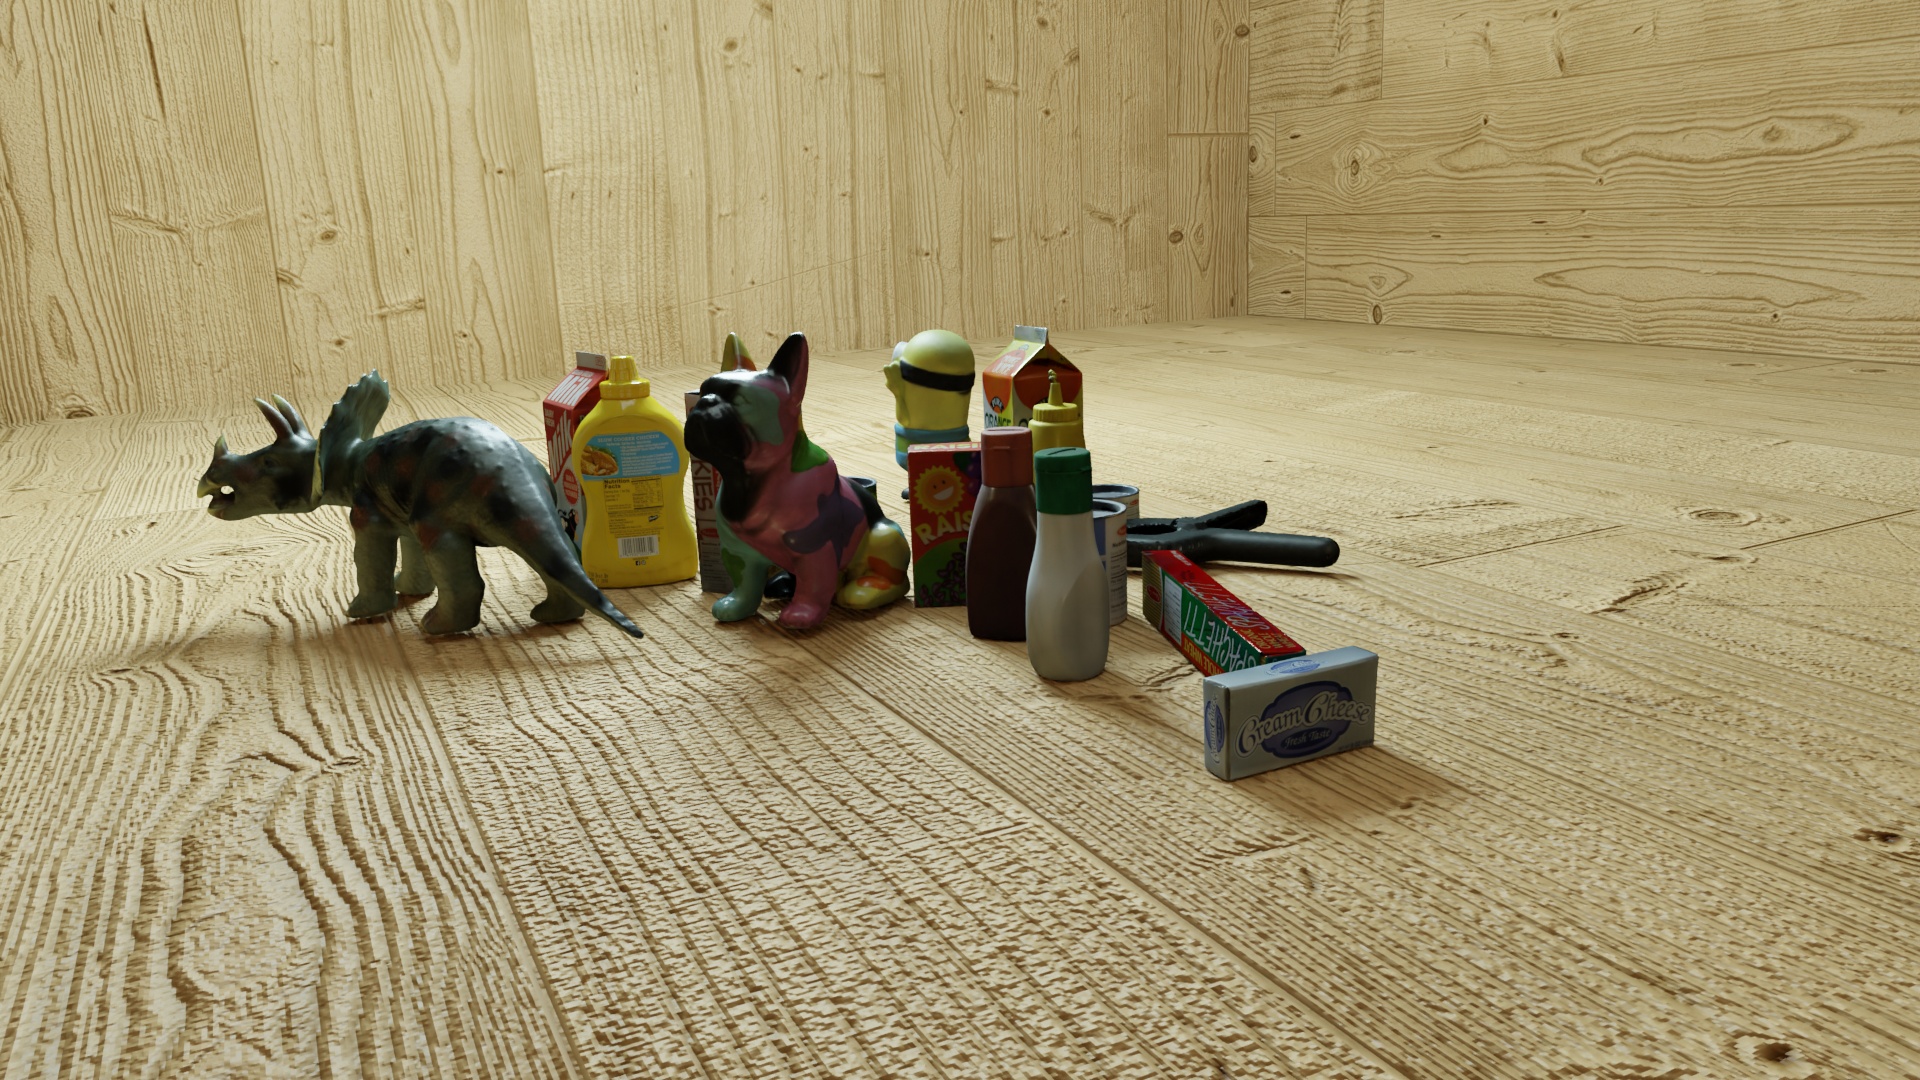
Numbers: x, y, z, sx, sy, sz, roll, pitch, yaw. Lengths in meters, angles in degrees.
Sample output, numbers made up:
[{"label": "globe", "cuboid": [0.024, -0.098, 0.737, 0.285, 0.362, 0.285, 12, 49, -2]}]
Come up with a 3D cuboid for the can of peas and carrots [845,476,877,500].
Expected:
[{"label": "can of peas and carrots", "cuboid": [-0.110, -0.025, 1.282, 0.071, 0.058, 0.071, -2, 13, 1]}]

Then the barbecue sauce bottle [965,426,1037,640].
[{"label": "barbecue sauce bottle", "cuboid": [0.035, -0.005, 0.983, 0.065, 0.148, 0.044, 1, 13, 14]}]

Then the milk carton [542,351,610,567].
[{"label": "milk carton", "cuboid": [-0.317, -0.070, 1.225, 0.074, 0.190, 0.072, -12, 16, -35]}]

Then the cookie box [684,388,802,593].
[{"label": "cookie box", "cuboid": [-0.176, -0.052, 1.173, 0.040, 0.167, 0.123, 3, 14, 23]}]

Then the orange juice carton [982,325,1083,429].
[{"label": "orange juice carton", "cuboid": [0.068, -0.103, 1.293, 0.073, 0.192, 0.072, -7, 14, -20]}]

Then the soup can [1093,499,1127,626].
[{"label": "soup can", "cuboid": [0.087, 0.016, 1.024, 0.071, 0.083, 0.071, -2, 13, 1]}]

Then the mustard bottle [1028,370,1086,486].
[{"label": "mustard bottle", "cuboid": [0.084, -0.069, 1.217, 0.049, 0.159, 0.065, 5, 15, 28]}]

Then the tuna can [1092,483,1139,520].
[{"label": "tuna can", "cuboid": [0.137, -0.033, 1.330, 0.071, 0.032, 0.071, -2, 13, 1]}]

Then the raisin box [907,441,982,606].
[{"label": "raisin box", "cuboid": [0.004, -0.014, 1.078, 0.086, 0.123, 0.040, -2, 13, 1]}]

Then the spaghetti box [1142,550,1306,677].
[{"label": "spaghetti box", "cuboid": [0.165, 0.059, 0.906, 0.029, 0.050, 0.250, -4, 14, -8]}]

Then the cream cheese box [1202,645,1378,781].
[{"label": "cream cheese box", "cuboid": [0.180, 0.093, 0.754, 0.104, 0.053, 0.024, -9, 14, -25]}]

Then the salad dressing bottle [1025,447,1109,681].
[{"label": "salad dressing bottle", "cuboid": [0.068, 0.015, 0.896, 0.044, 0.147, 0.064, 9, 17, 40]}]
